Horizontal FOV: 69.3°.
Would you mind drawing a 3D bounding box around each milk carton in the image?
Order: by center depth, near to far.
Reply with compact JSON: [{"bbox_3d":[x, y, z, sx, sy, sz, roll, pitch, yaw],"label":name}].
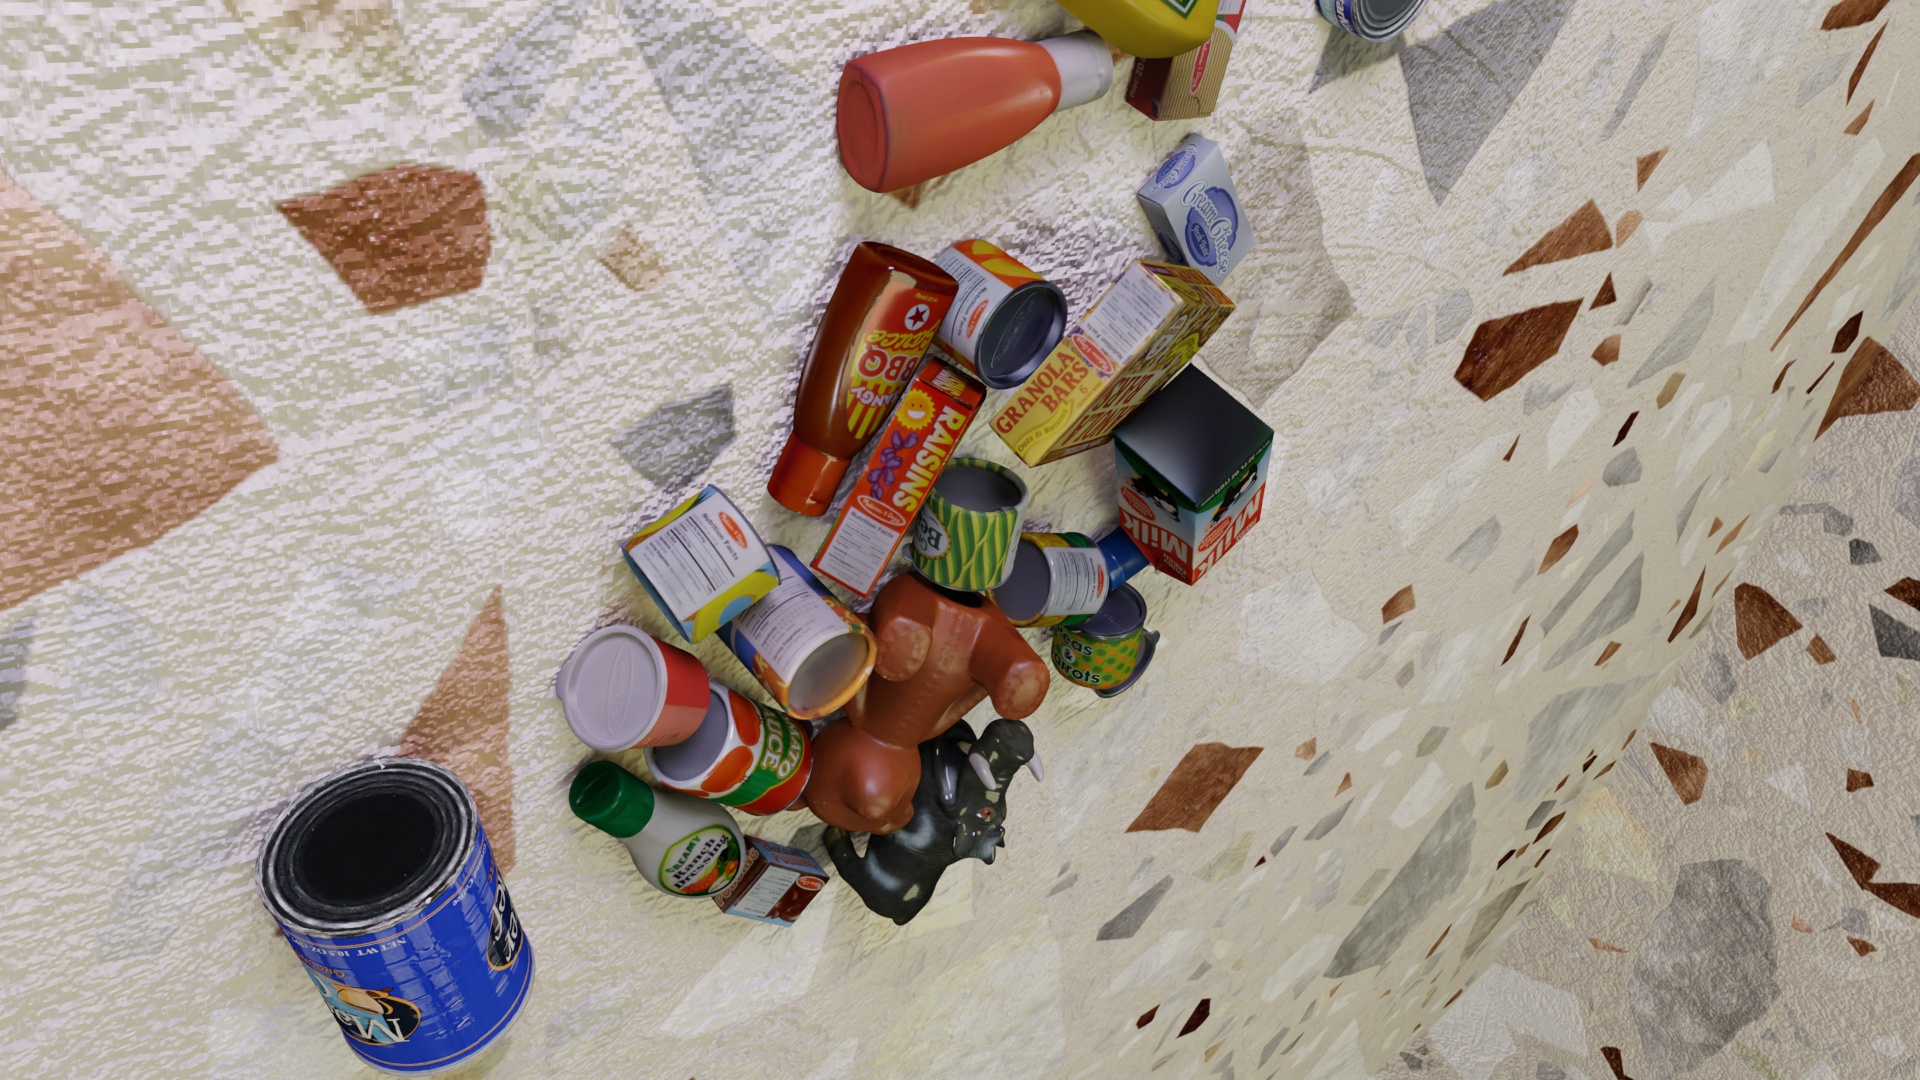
[{"bbox_3d":[0.155,-0.032,0.937,0.072,0.073,0.190,-43,159,-9],"label":"milk carton"}]

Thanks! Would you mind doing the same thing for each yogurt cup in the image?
[{"bbox_3d":[-0.174,0.083,0.761,0.072,0.072,0.054,-53,153,6],"label":"yogurt cup"}]

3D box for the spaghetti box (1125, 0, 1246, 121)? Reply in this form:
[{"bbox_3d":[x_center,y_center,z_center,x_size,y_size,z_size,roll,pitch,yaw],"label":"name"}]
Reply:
[{"bbox_3d":[0.144,-0.345,0.725,0.050,0.029,0.248,-17,134,-37],"label":"spaghetti box"}]

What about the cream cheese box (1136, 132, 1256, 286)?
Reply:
[{"bbox_3d":[0.150,-0.202,0.872,0.053,0.024,0.103,-49,145,-2],"label":"cream cheese box"}]

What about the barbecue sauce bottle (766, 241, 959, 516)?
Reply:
[{"bbox_3d":[-0.058,-0.084,0.744,0.065,0.044,0.148,4,120,-51],"label":"barbecue sauce bottle"}]

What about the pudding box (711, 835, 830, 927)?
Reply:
[{"bbox_3d":[-0.136,0.242,0.981,0.049,0.030,0.083,-51,145,1],"label":"pudding box"}]

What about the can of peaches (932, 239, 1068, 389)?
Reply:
[{"bbox_3d":[0.018,-0.126,0.773,0.071,0.058,0.070,-29,140,-27],"label":"can of peaches"}]

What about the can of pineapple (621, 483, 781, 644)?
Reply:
[{"bbox_3d":[-0.137,0.013,0.733,0.058,0.071,0.070,-36,143,-16],"label":"can of pineapple"}]

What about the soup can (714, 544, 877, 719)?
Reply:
[{"bbox_3d":[-0.096,0.054,0.797,0.071,0.084,0.071,-29,141,-26],"label":"soup can"}]

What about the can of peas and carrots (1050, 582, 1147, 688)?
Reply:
[{"bbox_3d":[0.101,0.070,1.040,0.071,0.071,0.058,-25,139,-30],"label":"can of peas and carrots"}]

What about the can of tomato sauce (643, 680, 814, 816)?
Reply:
[{"bbox_3d":[-0.137,0.124,0.834,0.071,0.071,0.083,-50,144,2],"label":"can of tomato sauce"}]

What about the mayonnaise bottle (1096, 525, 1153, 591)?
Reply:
[{"bbox_3d":[0.158,-0.017,1.044,0.148,0.041,0.064,-34,135,-18],"label":"mayonnaise bottle"}]

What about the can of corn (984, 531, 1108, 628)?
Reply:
[{"bbox_3d":[0.056,0.027,0.956,0.058,0.071,0.071,1,122,-46],"label":"can of corn"}]

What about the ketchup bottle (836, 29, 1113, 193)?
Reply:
[{"bbox_3d":[0.011,-0.220,0.688,0.149,0.043,0.064,-25,140,-30],"label":"ketchup bottle"}]

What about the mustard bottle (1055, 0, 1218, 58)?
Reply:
[{"bbox_3d":[0.064,-0.286,0.668,0.160,0.048,0.065,8,81,-46],"label":"mustard bottle"}]

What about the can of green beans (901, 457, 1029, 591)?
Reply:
[{"bbox_3d":[0.005,-0.011,0.861,0.071,0.071,0.057,-18,134,-36],"label":"can of green beans"}]

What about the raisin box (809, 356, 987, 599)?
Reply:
[{"bbox_3d":[-0.033,-0.037,0.781,0.123,0.040,0.086,-60,-178,15],"label":"raisin box"}]

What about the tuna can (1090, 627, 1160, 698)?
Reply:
[{"bbox_3d":[0.124,0.089,1.112,0.071,0.033,0.070,-28,140,-26],"label":"tuna can"}]

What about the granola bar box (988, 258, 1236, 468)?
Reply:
[{"bbox_3d":[0.094,-0.105,0.818,0.124,0.039,0.166,-47,171,21],"label":"granola bar box"}]

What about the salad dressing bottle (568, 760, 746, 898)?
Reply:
[{"bbox_3d":[-0.185,0.177,0.854,0.064,0.044,0.147,-45,145,-7],"label":"salad dressing bottle"}]
